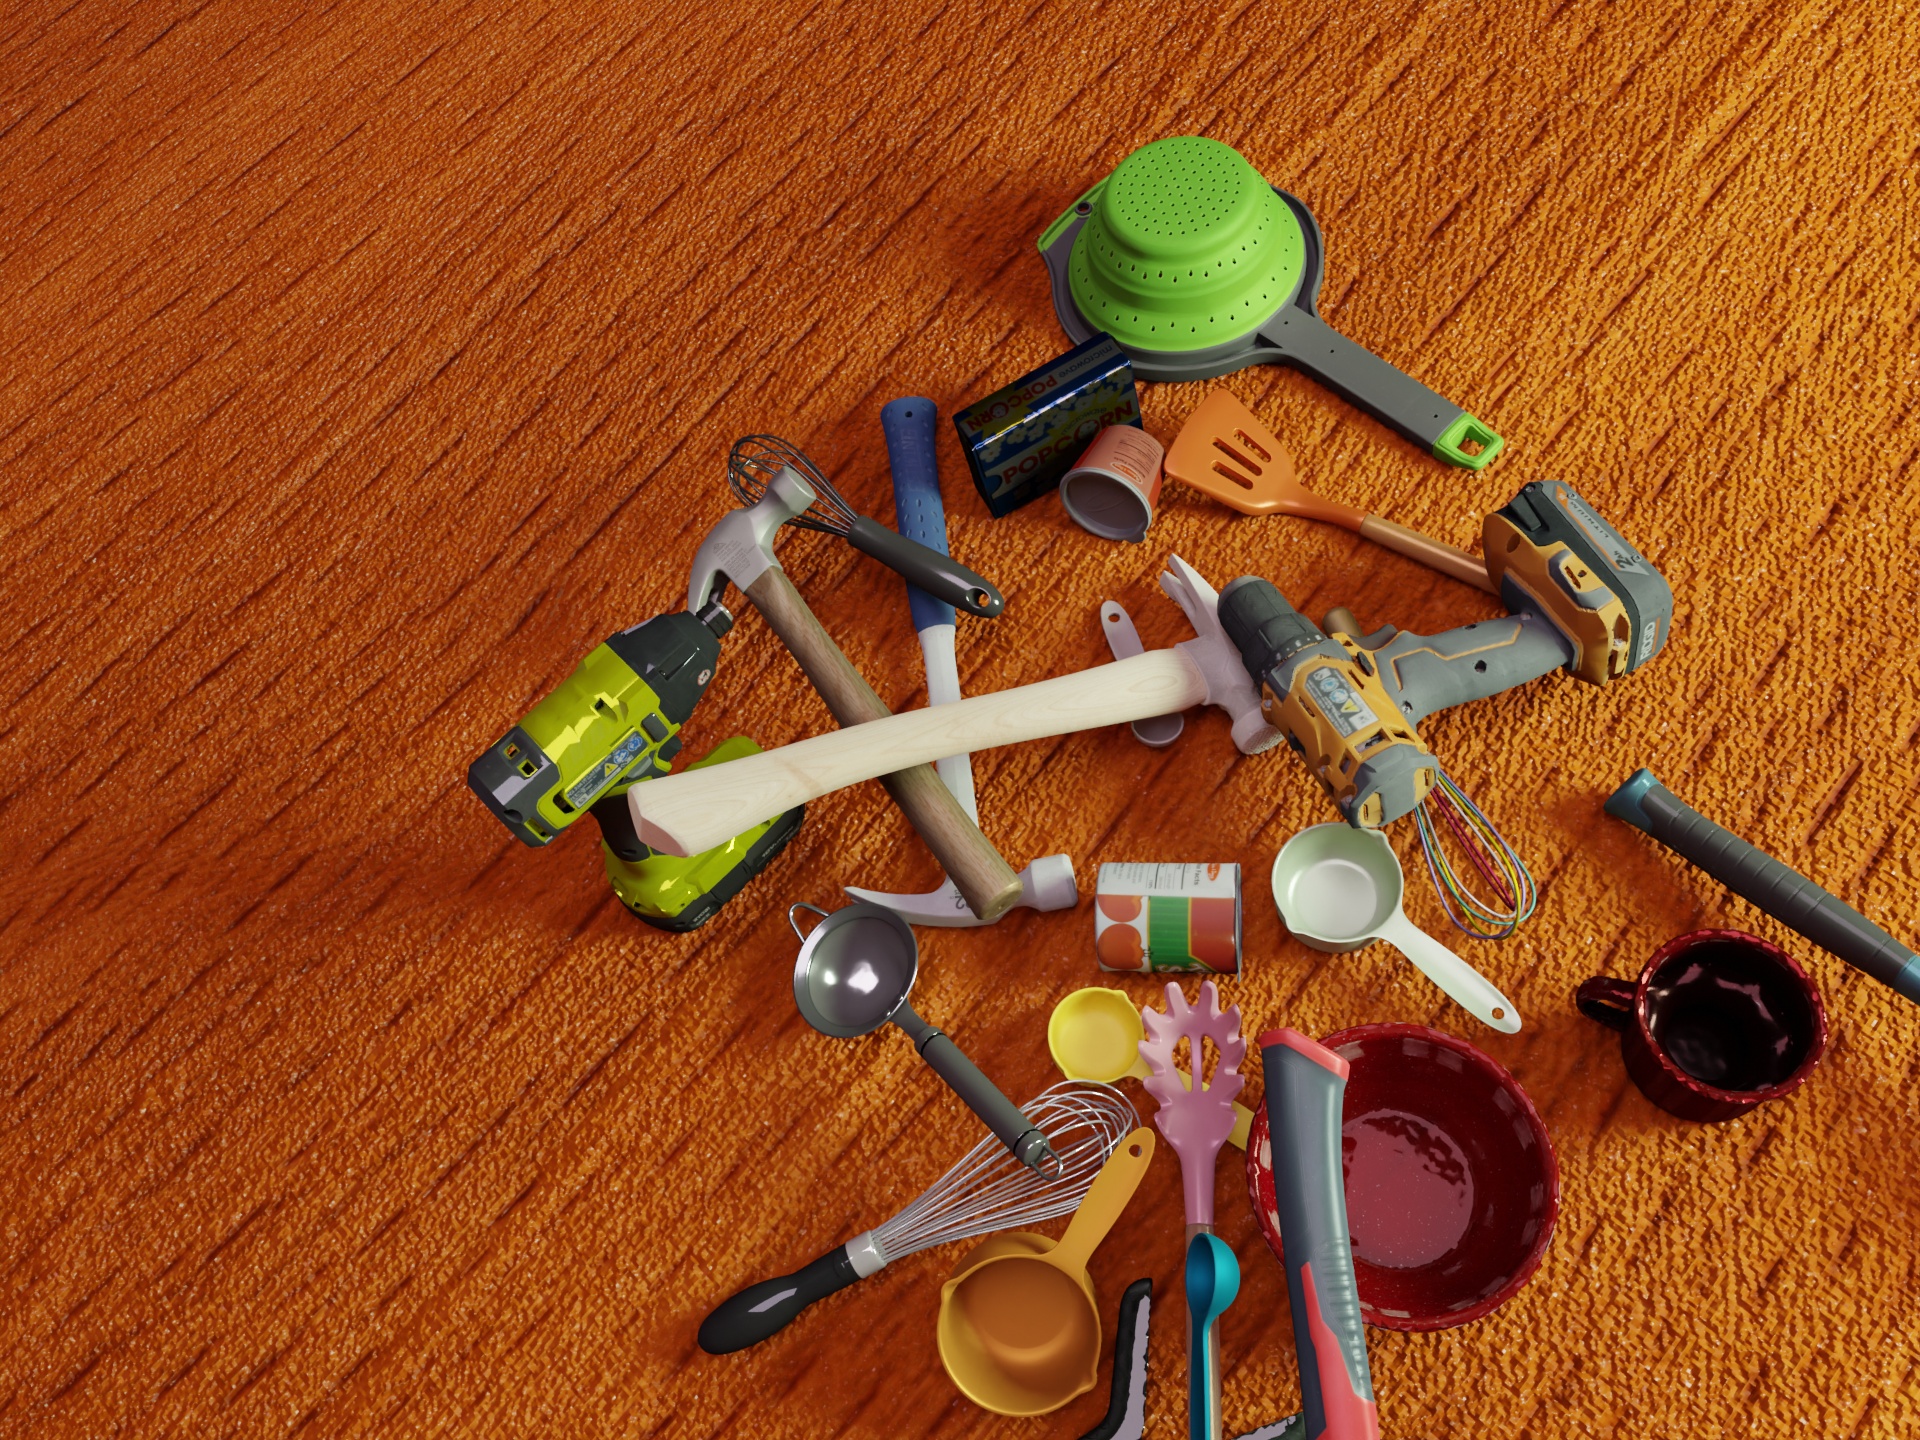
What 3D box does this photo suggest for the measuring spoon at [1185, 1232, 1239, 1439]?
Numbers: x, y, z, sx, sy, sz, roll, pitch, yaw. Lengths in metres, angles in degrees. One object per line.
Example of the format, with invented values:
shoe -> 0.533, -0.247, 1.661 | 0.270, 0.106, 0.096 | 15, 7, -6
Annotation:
measuring spoon -> 0.130, 0.327, 0.805 | 0.021, 0.042, 0.129 | 7, 72, -12

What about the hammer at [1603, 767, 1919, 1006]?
hammer -> 0.493, 0.125, 0.853 | 0.033, 0.128, 0.331 | -42, 54, -11

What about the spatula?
spatula -> 0.290, -0.126, 1.054 | 0.323, 0.041, 0.081 | 28, 72, 22

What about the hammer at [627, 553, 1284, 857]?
hammer -> -0.002, -0.003, 0.969 | 0.410, 0.038, 0.146 | -14, 60, -22

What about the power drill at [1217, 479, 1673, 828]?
power drill -> 0.283, -0.057, 0.968 | 0.226, 0.084, 0.186 | -29, 54, -2

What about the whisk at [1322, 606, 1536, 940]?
whisk -> 0.284, 0.025, 0.979 | 0.051, 0.047, 0.245 | -22, 58, 2

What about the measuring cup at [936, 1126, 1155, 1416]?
measuring cup -> 0.055, 0.288, 0.861 | 0.095, 0.052, 0.173 | 32, 92, 3

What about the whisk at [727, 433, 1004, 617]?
whisk -> -0.068, -0.133, 1.092 | 0.239, 0.055, 0.055 | 31, 74, 19

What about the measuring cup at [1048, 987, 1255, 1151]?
measuring cup -> 0.121, 0.214, 0.933 | 0.156, 0.029, 0.062 | 31, 71, 12

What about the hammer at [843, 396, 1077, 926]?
hammer -> -0.021, -0.051, 1.085 | 0.144, 0.035, 0.406 | -11, 62, 6

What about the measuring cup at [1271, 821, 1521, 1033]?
measuring cup -> 0.257, 0.129, 0.935 | 0.083, 0.038, 0.168 | -44, 65, -11

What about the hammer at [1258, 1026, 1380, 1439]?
hammer -> 0.172, 0.349, 0.786 | 0.143, 0.038, 0.387 | -11, 67, 16

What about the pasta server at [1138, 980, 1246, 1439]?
pasta server -> 0.127, 0.296, 0.846 | 0.060, 0.040, 0.316 | -4, 60, 12

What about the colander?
colander -> 0.218, -0.309, 1.130 | 0.204, 0.094, 0.397 | -44, 63, -11

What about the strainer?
strainer -> -0.022, 0.187, 0.934 | 0.087, 0.050, 0.259 | -48, 46, -4

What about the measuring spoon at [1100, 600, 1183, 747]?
measuring spoon -> 0.117, -0.030, 1.061 | 0.034, 0.018, 0.124 | -14, 55, -4

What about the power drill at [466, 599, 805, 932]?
power drill -> -0.180, 0.031, 0.971 | 0.171, 0.223, 0.080 | -44, 64, -11

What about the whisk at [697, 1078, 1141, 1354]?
whisk -> -0.026, 0.288, 0.907 | 0.284, 0.070, 0.070 | -28, 61, 2

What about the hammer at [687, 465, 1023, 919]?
hammer -> -0.070, -0.008, 1.021 | 0.130, 0.031, 0.332 | -43, 67, 12
